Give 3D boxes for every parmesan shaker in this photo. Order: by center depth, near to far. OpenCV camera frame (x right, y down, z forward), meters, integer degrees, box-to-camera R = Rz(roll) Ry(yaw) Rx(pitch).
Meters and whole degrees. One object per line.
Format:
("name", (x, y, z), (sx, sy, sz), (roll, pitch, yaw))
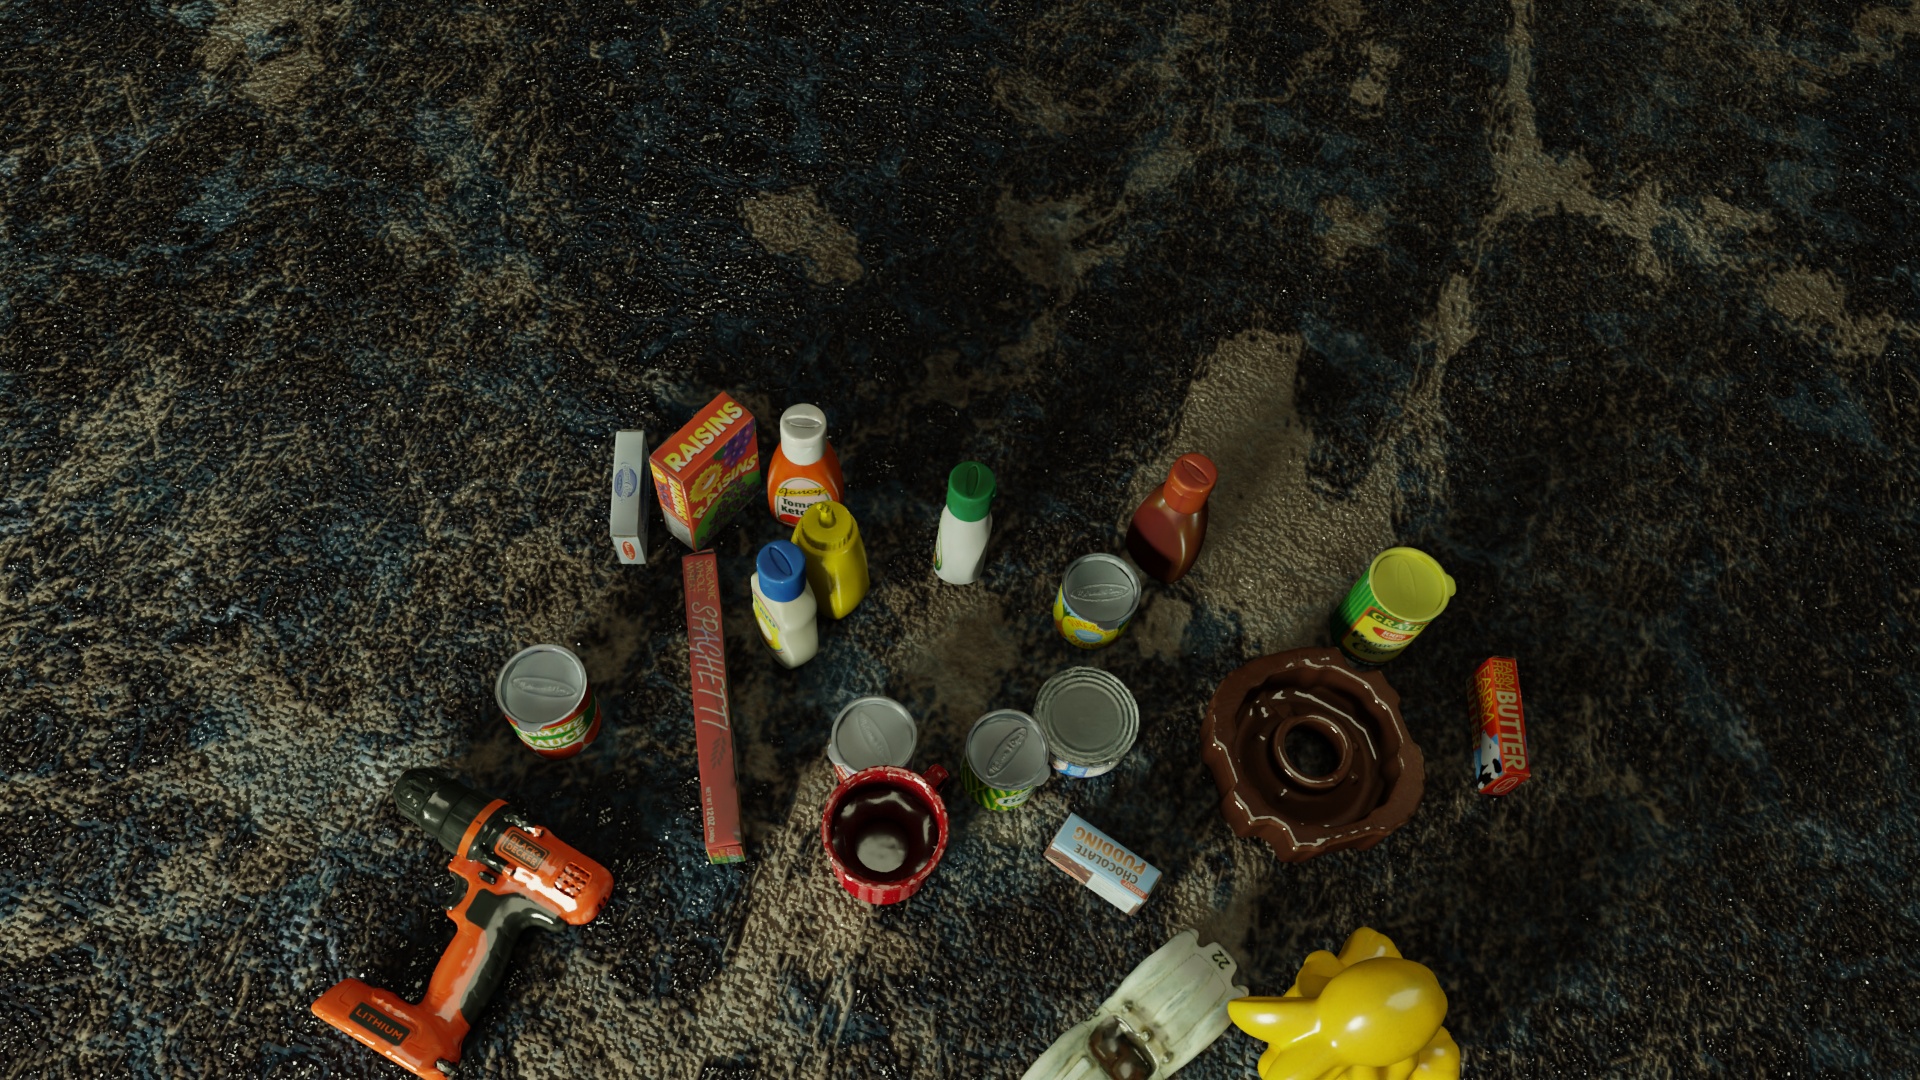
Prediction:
("parmesan shaker", (0.359, 0.058, 1.159), (0.071, 0.102, 0.071), (2, 63, -4))

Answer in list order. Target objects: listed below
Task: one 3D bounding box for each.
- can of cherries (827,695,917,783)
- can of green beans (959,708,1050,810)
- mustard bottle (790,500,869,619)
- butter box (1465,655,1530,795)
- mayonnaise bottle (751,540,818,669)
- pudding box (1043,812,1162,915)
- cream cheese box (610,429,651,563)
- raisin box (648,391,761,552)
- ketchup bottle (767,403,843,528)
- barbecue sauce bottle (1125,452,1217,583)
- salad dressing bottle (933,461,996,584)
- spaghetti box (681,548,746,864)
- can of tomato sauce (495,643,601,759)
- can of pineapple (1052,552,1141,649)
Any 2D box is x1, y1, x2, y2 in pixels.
("can of cherries", (-0.071, 0.163, 1.090), (0.071, 0.058, 0.072), (2, 63, -4))
("can of green beans", (0.034, 0.174, 1.095), (0.071, 0.057, 0.071), (2, 63, -4))
("mustard bottle", (-0.105, 0.008, 1.110), (0.065, 0.159, 0.049), (39, 66, 14))
("butter box", (0.443, 0.152, 1.146), (0.024, 0.053, 0.104), (6, 62, -2))
("mayonnaise bottle", (-0.139, 0.048, 1.094), (0.041, 0.147, 0.065), (-31, 70, -19))
("pudding box", (0.108, 0.249, 1.067), (0.084, 0.049, 0.030), (32, 65, 11))
("cream cheese box", (-0.279, -0.037, 1.178), (0.024, 0.053, 0.104), (-1, 63, -6))
("raisin box", (-0.209, -0.056, 1.155), (0.040, 0.122, 0.086), (38, 66, 14))
("ketchup bottle", (-0.129, -0.060, 1.150), (0.065, 0.148, 0.044), (4, 63, -3))
("barbecue sauce bottle", (0.179, -0.021, 1.158), (0.044, 0.148, 0.065), (-38, 72, -21))
("salad dressing bottle", (0.004, -0.014, 1.139), (0.044, 0.147, 0.064), (10, 63, 0))
("spaghetti box", (-0.196, 0.128, 1.102), (0.029, 0.050, 0.251), (-6, 63, -8))
("can of tomato sauce", (-0.316, 0.128, 1.073), (0.071, 0.082, 0.071), (2, 63, -4))
("can of pineapple", (0.113, 0.053, 1.164), (0.071, 0.057, 0.071), (2, 63, -4))
